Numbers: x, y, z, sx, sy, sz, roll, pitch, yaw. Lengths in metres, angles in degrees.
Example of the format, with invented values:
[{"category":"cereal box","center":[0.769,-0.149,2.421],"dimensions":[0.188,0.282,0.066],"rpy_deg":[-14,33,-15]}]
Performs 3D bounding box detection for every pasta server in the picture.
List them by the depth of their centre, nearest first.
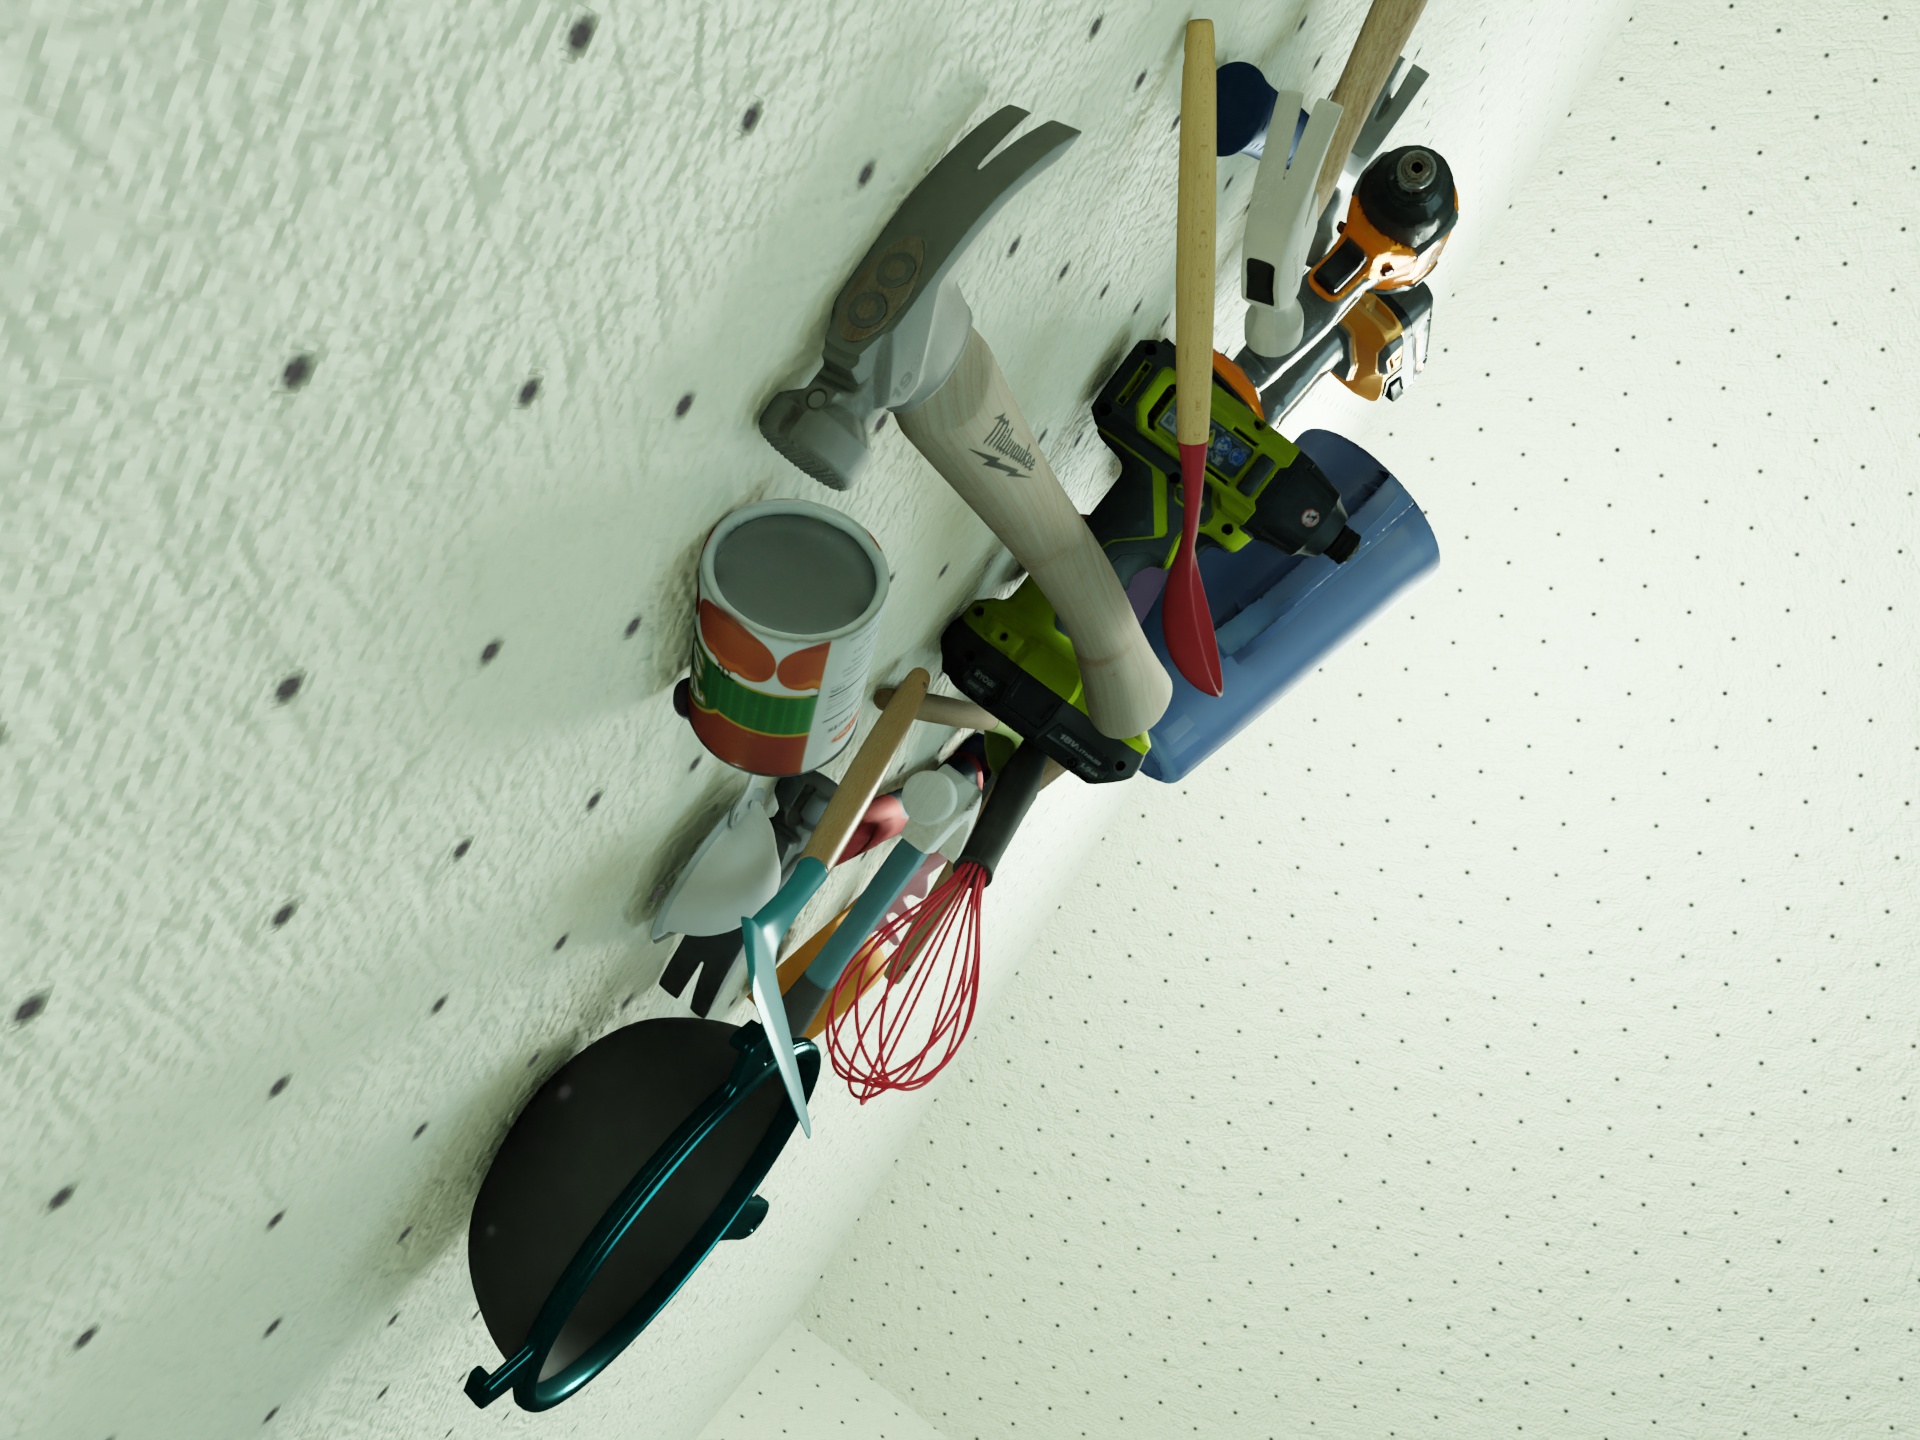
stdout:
[{"category":"pasta server","center":[0.029,0.073,1.166],"dimensions":[0.316,0.040,0.060],"rpy_deg":[-38,156,5]}]

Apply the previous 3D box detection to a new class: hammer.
[{"category":"hammer","center":[0.045,-0.086,0.701],"dimensions":[0.146,0.038,0.410],"rpy_deg":[-55,154,-5]},{"category":"hammer","center":[0.218,-0.356,0.815],"dimensions":[0.331,0.031,0.130],"rpy_deg":[-64,162,-14]},{"category":"hammer","center":[0.201,-0.338,0.922],"dimensions":[0.144,0.035,0.405],"rpy_deg":[-60,169,23]},{"category":"hammer","center":[-0.093,0.165,0.947],"dimensions":[0.331,0.033,0.128],"rpy_deg":[-54,169,6]},{"category":"hammer","center":[-0.061,0.076,0.988],"dimensions":[0.143,0.038,0.386],"rpy_deg":[-57,170,12]}]

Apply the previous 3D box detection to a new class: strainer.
[{"category":"strainer","center":[-0.088,0.021,0.702],"dimensions":[0.087,0.050,0.258],"rpy_deg":[-49,165,-53]},{"category":"strainer","center":[-0.165,0.238,0.836],"dimensions":[0.211,0.095,0.340],"rpy_deg":[-52,167,-12]}]

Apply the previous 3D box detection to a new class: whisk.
[{"category":"whisk","center":[0.000,0.096,0.866],"dimensions":[0.073,0.073,0.296],"rpy_deg":[-65,177,39]}]

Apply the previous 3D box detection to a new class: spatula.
[{"category":"spatula","center":[-0.051,0.057,0.753],"dimensions":[0.318,0.044,0.082],"rpy_deg":[-65,145,-55]},{"category":"spatula","center":[0.034,0.033,1.000],"dimensions":[0.059,0.018,0.316],"rpy_deg":[22,103,-45]}]

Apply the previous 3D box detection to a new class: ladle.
[{"category":"ladle","center":[0.110,-0.155,0.741],"dimensions":[0.069,0.031,0.315],"rpy_deg":[-73,162,-61]},{"category":"ladle","center":[-0.002,-0.003,1.027],"dimensions":[0.320,0.062,0.078],"rpy_deg":[10,85,-71]}]

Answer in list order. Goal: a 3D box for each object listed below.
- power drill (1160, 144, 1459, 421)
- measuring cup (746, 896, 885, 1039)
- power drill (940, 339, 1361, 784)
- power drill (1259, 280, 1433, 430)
[{"category":"power drill","center":[0.209,-0.251,0.971],"dimensions":[0.226,0.084,0.164],"rpy_deg":[-44,173,6]},{"category":"measuring cup","center":[-0.061,0.144,1.031],"dimensions":[0.173,0.052,0.095],"rpy_deg":[-41,177,18]},{"category":"power drill","center":[0.107,-0.080,0.918],"dimensions":[0.223,0.171,0.080],"rpy_deg":[-53,-176,9]},{"category":"power drill","center":[0.229,-0.218,1.149],"dimensions":[0.226,0.084,0.185],"rpy_deg":[-40,159,-1]}]
